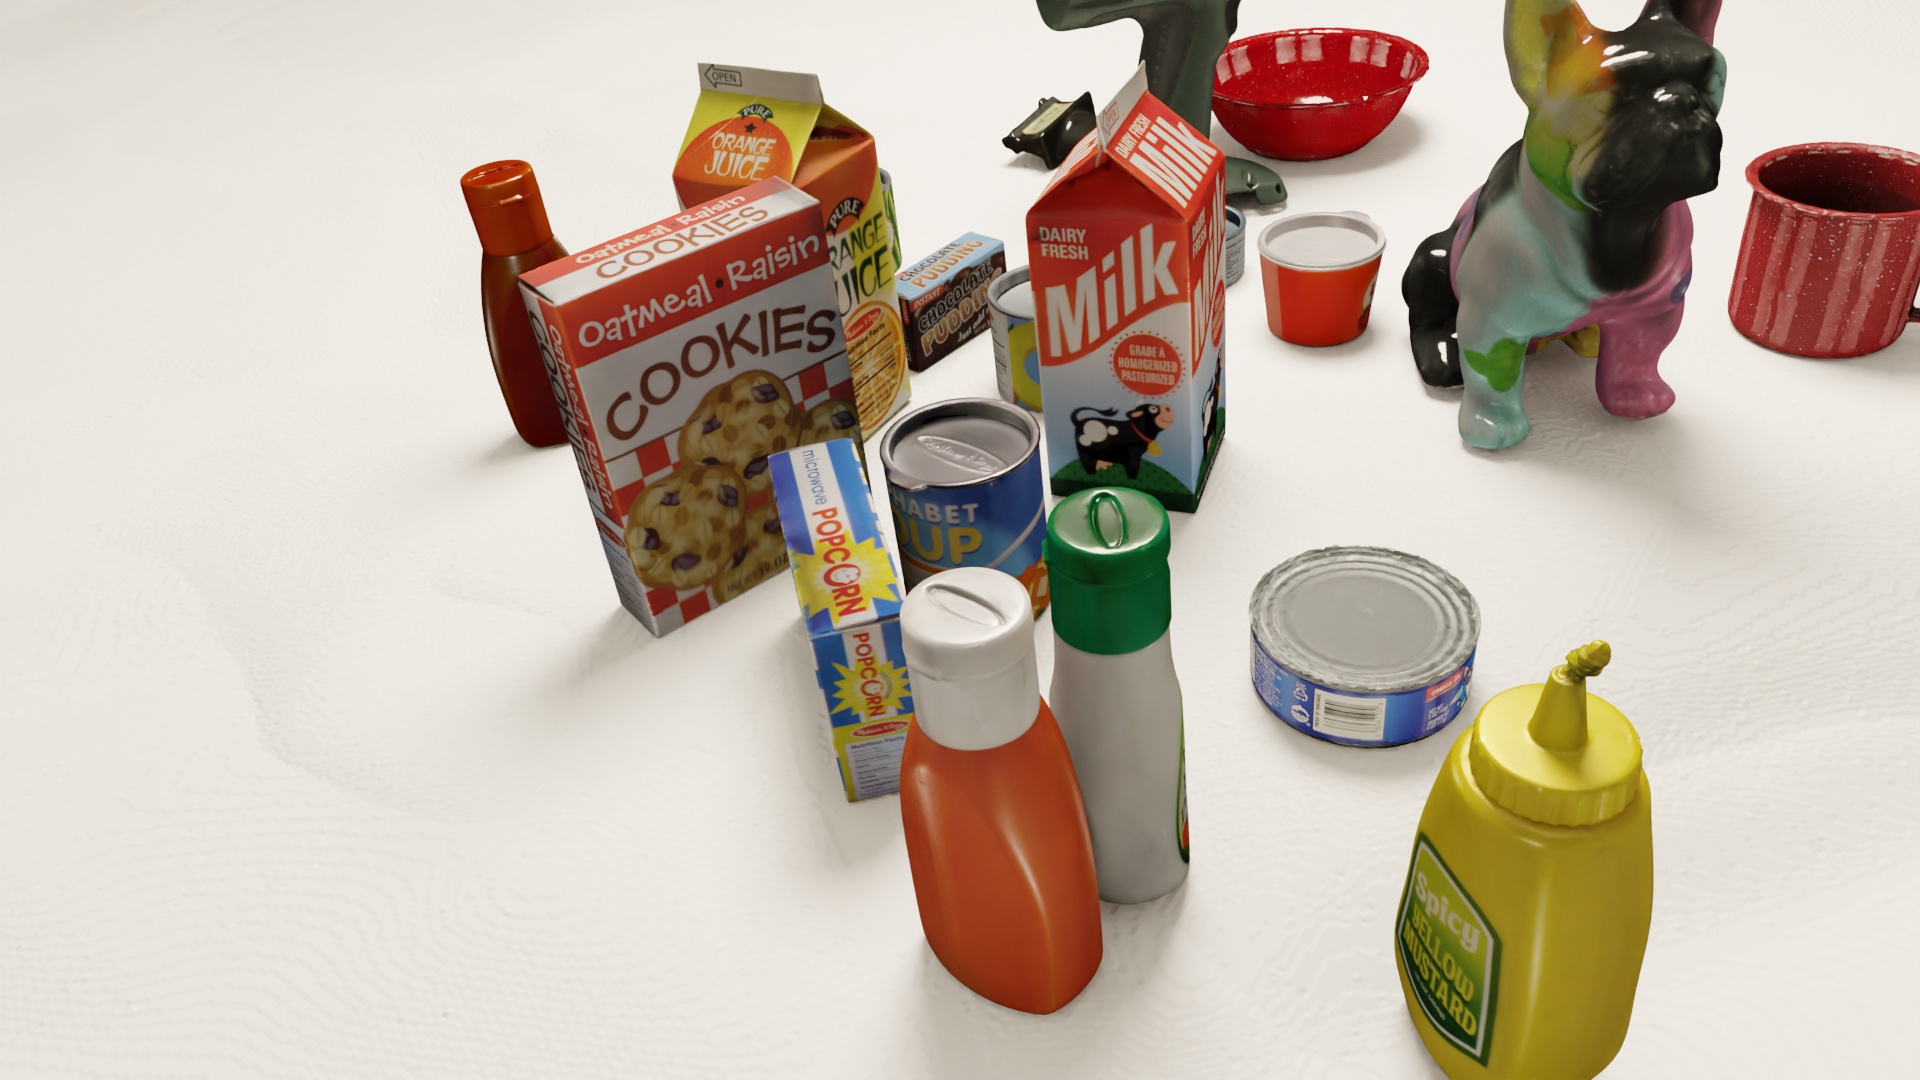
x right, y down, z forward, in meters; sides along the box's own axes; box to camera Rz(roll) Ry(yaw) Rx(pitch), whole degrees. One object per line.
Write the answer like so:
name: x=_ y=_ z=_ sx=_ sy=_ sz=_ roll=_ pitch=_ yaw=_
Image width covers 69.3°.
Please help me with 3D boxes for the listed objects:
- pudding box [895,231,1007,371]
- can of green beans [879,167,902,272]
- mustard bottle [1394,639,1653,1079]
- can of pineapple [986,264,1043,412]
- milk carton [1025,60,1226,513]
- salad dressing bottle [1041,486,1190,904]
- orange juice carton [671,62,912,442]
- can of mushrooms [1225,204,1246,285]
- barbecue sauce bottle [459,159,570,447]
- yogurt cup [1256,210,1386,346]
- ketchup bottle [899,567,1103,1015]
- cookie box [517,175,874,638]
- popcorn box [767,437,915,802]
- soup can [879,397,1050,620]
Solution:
pudding box: x=-0.009 y=-0.138 z=0.799 sx=0.030 sy=0.049 sz=0.084 roll=23 pitch=46 yaw=35
can of green beans: x=-0.073 y=-0.201 z=0.888 sx=0.071 sy=0.057 sz=0.071 roll=-5 pitch=36 yaw=4
mustard bottle: x=0.151 y=0.086 z=0.371 sx=0.049 sy=0.159 sz=0.065 roll=-15 pitch=37 yaw=-10
can of pineapple: x=0.051 y=-0.109 z=0.741 sx=0.071 sy=0.057 sz=0.071 roll=-5 pitch=36 yaw=4
milk carton: x=0.077 y=-0.112 z=0.628 sx=0.073 sy=0.189 sz=0.073 roll=8 pitch=39 yaw=20
salad dressing bottle: x=0.050 y=0.053 z=0.445 sx=0.044 sy=0.146 sz=0.064 roll=-6 pitch=36 yaw=3
orange juice carton: x=-0.084 y=-0.142 z=0.696 sx=0.072 sy=0.191 sz=0.073 roll=15 pitch=42 yaw=28
can of mushrooms: x=0.137 y=-0.178 z=0.840 sx=0.071 sy=0.033 sz=0.071 roll=-5 pitch=36 yaw=4
barbecue sauce bottle: x=-0.223 y=-0.124 z=0.735 sx=0.065 sy=0.147 sz=0.044 roll=-23 pitch=39 yaw=-20
yogurt cup: x=0.197 y=-0.142 z=0.763 sx=0.072 sy=0.053 sz=0.073 roll=-5 pitch=36 yaw=4
ketchup bottle: x=0.009 y=0.077 z=0.419 sx=0.065 sy=0.148 sz=0.044 roll=24 pitch=46 yaw=36
cookie box: x=-0.108 y=-0.057 z=0.607 sx=0.123 sy=0.166 sz=0.040 roll=-30 pitch=41 yaw=-27
popcorn box: x=-0.043 y=0.028 z=0.549 sx=0.038 sy=0.084 sz=0.127 roll=-13 pitch=36 yaw=-7
soup can: x=0.002 y=-0.007 z=0.590 sx=0.071 sy=0.083 sz=0.072 roll=-5 pitch=36 yaw=4
